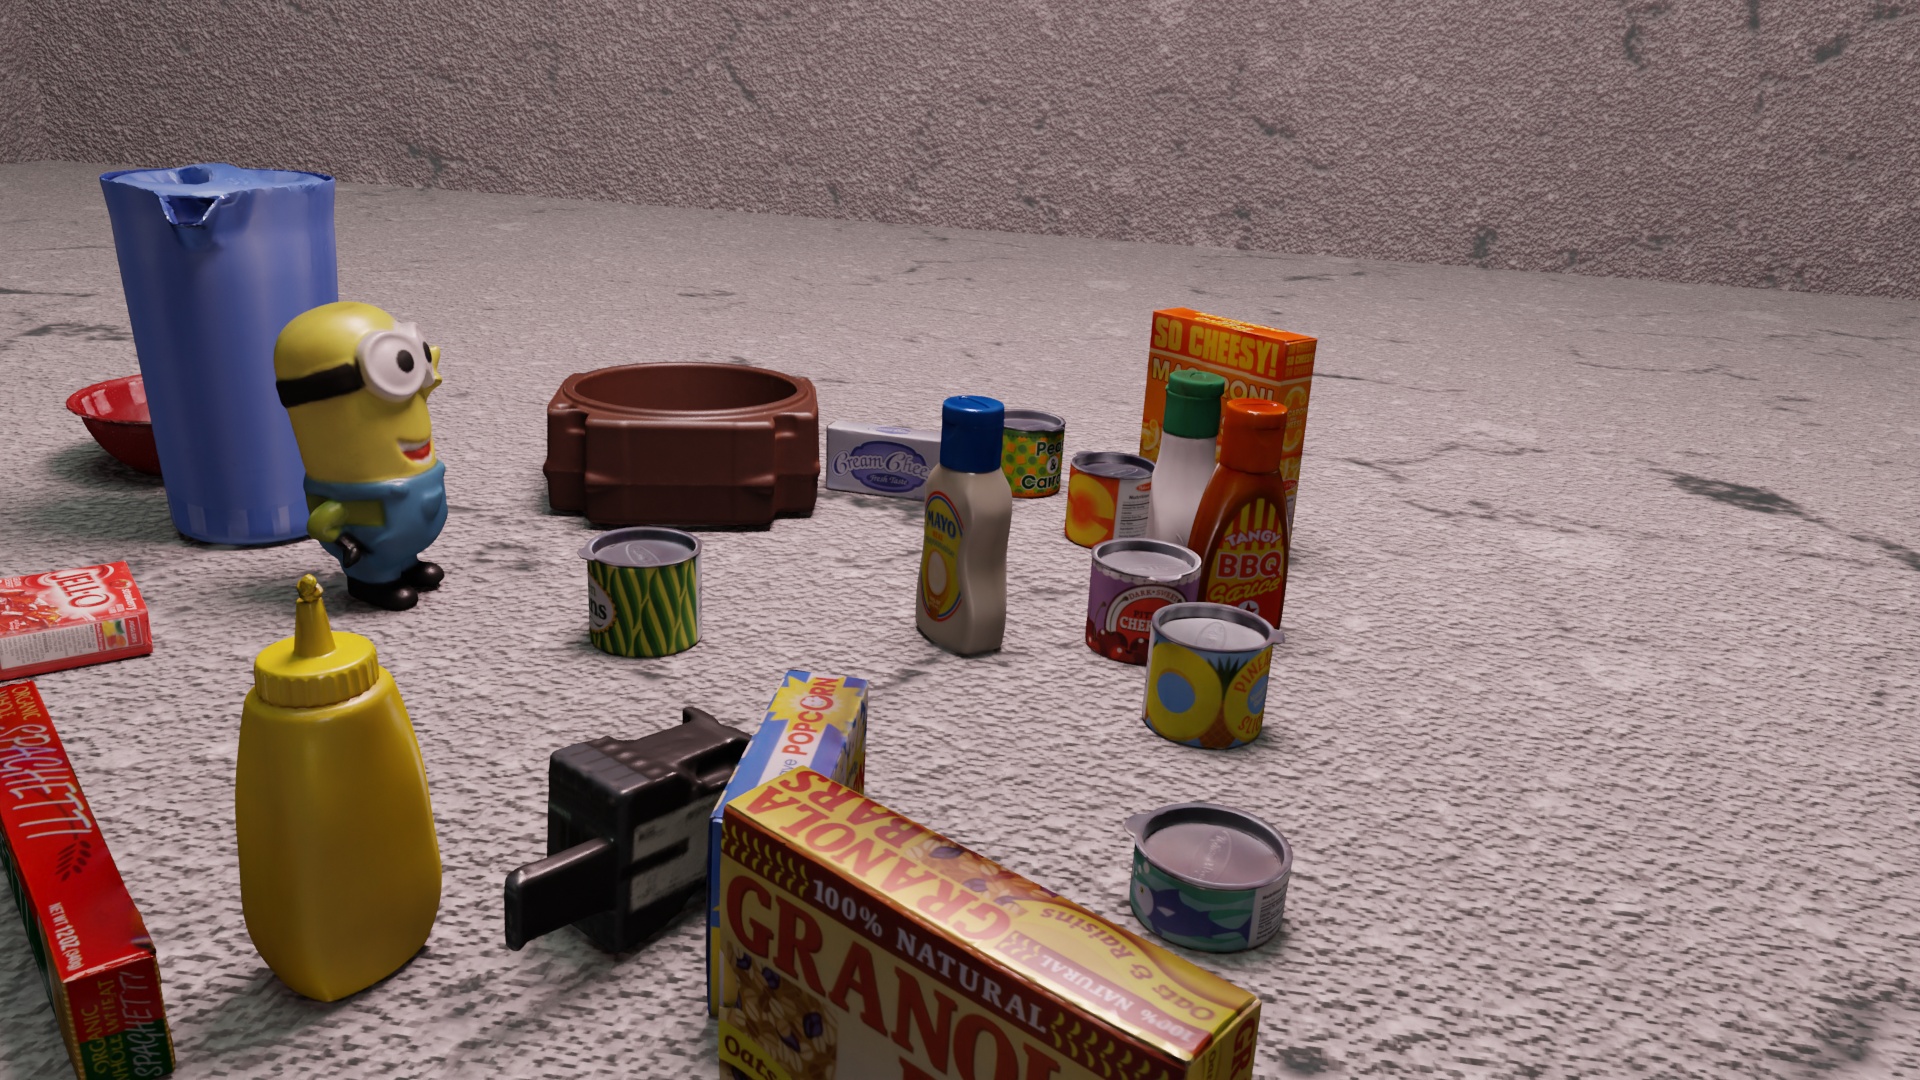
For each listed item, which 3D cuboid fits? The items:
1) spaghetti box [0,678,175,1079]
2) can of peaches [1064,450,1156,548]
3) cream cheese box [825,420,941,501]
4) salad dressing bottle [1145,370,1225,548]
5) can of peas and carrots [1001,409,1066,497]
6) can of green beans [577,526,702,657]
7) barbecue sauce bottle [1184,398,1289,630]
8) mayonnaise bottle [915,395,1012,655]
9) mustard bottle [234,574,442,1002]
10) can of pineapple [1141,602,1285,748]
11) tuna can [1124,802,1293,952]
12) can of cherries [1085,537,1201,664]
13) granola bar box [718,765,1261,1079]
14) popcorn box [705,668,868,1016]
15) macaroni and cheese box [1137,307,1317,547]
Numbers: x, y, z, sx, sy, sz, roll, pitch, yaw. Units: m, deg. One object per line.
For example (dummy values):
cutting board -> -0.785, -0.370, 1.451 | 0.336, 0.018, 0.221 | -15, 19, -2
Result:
spaghetti box -> -0.351, 0.122, 0.538 | 0.029, 0.050, 0.250 | -13, 25, -38
can of peaches -> 0.110, -0.030, 1.028 | 0.071, 0.057, 0.071 | 3, 19, -1
cream cheese box -> -0.055, -0.062, 1.097 | 0.104, 0.053, 0.024 | 8, 20, 12
salad dressing bottle -> 0.149, -0.038, 0.923 | 0.044, 0.147, 0.064 | 7, 20, 11
can of peas and carrots -> 0.053, -0.071, 1.132 | 0.071, 0.058, 0.071 | 3, 19, -1
can of green beans -> -0.185, 0.030, 0.813 | 0.071, 0.057, 0.071 | 3, 19, -1
barbecue sauce bottle -> 0.173, -0.012, 0.854 | 0.065, 0.148, 0.044 | -2, 20, -15
mayonnaise bottle -> 0.003, -0.010, 0.822 | 0.041, 0.147, 0.065 | -10, 23, -33
mustard bottle -> -0.227, 0.085, 0.501 | 0.049, 0.159, 0.065 | 13, 22, 27
can of pineapple -> 0.134, 0.072, 0.747 | 0.071, 0.057, 0.071 | 3, 19, -1
tuna can -> 0.103, 0.141, 0.587 | 0.071, 0.032, 0.071 | 3, 20, -1
can of cherries -> 0.110, 0.037, 0.840 | 0.071, 0.058, 0.072 | 3, 19, -1
granola bar box -> -0.002, 0.153, 0.400 | 0.165, 0.123, 0.039 | 18, 24, 36
popcorn box -> -0.066, 0.116, 0.550 | 0.038, 0.085, 0.127 | 5, 20, 4
macaroni and cheese box -> 0.189, -0.077, 1.012 | 0.040, 0.165, 0.124 | -13, 25, -39
